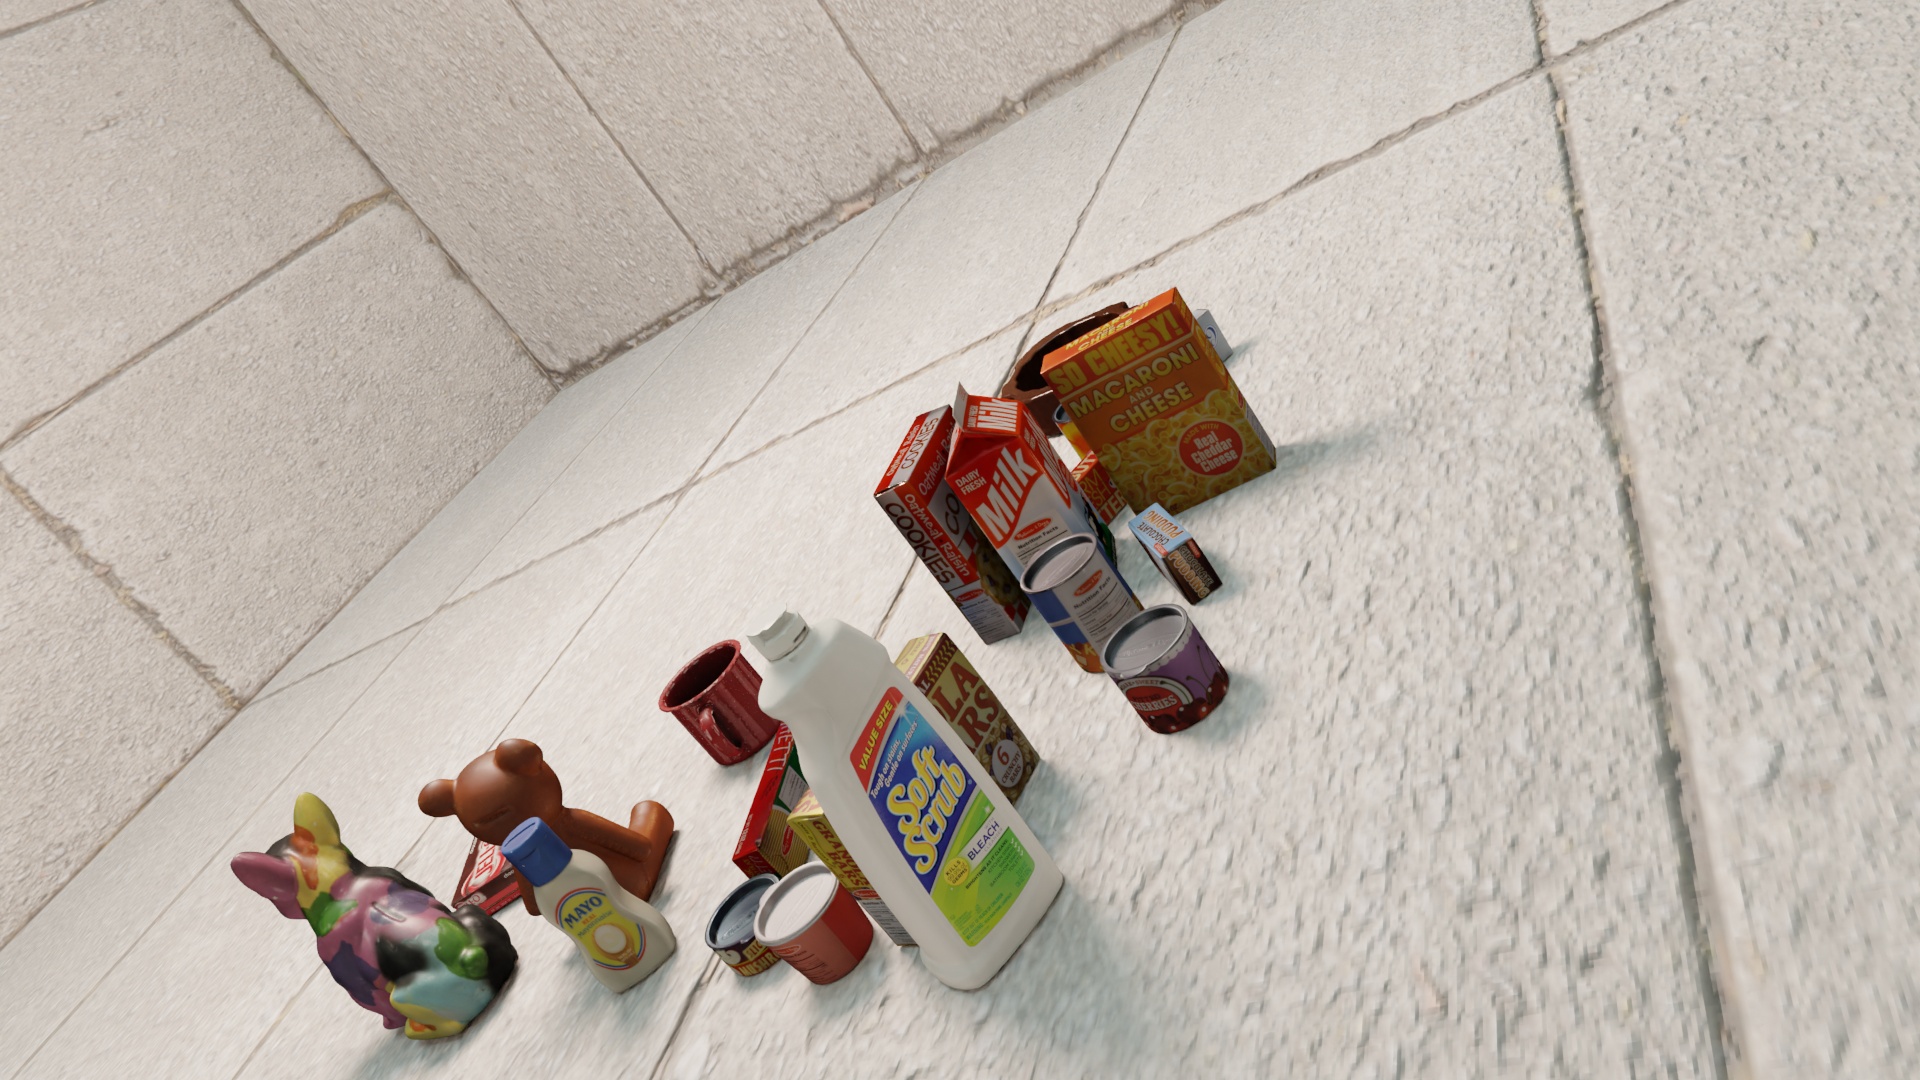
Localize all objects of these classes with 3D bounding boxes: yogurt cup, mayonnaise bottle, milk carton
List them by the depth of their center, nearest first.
[{"bbox_3d":[-0.095,0.256,0.920,0.072,0.054,0.073,-31,22,14],"label":"yogurt cup"},{"bbox_3d":[-0.282,0.270,1.041,0.065,0.147,0.041,-37,21,-2],"label":"mayonnaise bottle"},{"bbox_3d":[0.048,-0.041,1.127,0.073,0.190,0.073,-29,23,18],"label":"milk carton"}]

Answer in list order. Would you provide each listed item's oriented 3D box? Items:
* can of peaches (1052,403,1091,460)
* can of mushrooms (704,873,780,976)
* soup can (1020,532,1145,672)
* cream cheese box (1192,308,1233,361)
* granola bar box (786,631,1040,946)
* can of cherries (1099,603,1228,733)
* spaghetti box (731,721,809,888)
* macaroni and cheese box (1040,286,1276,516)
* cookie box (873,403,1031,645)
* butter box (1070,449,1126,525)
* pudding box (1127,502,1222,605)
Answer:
[{"bbox_3d":[0.133,-0.112,1.324,0.071,0.058,0.071,-31,22,14],"label":"can of peaches"},{"bbox_3d":[-0.145,0.274,0.986,0.071,0.033,0.071,-30,22,14],"label":"can of mushrooms"},{"bbox_3d":[0.093,0.046,1.029,0.071,0.083,0.071,-31,22,14],"label":"soup can"},{"bbox_3d":[0.211,-0.171,1.335,0.104,0.053,0.024,-43,22,-16],"label":"cream cheese box"},{"bbox_3d":[-0.025,0.161,0.914,0.039,0.124,0.166,-15,30,43],"label":"granola bar box"},{"bbox_3d":[0.134,0.087,0.919,0.071,0.058,0.072,-31,22,14],"label":"can of cherries"},{"bbox_3d":[-0.130,0.184,1.124,0.028,0.050,0.251,-28,23,21],"label":"spaghetti box"},{"bbox_3d":[0.160,-0.105,1.123,0.123,0.166,0.040,-26,24,24],"label":"macaroni and cheese box"},{"bbox_3d":[0.004,-0.015,1.170,0.040,0.167,0.123,-23,25,31],"label":"cookie box"},{"bbox_3d":[0.120,-0.045,1.214,0.104,0.053,0.024,-47,24,-24],"label":"butter box"},{"bbox_3d":[0.161,0.009,1.049,0.030,0.049,0.084,-36,22,2],"label":"pudding box"}]
